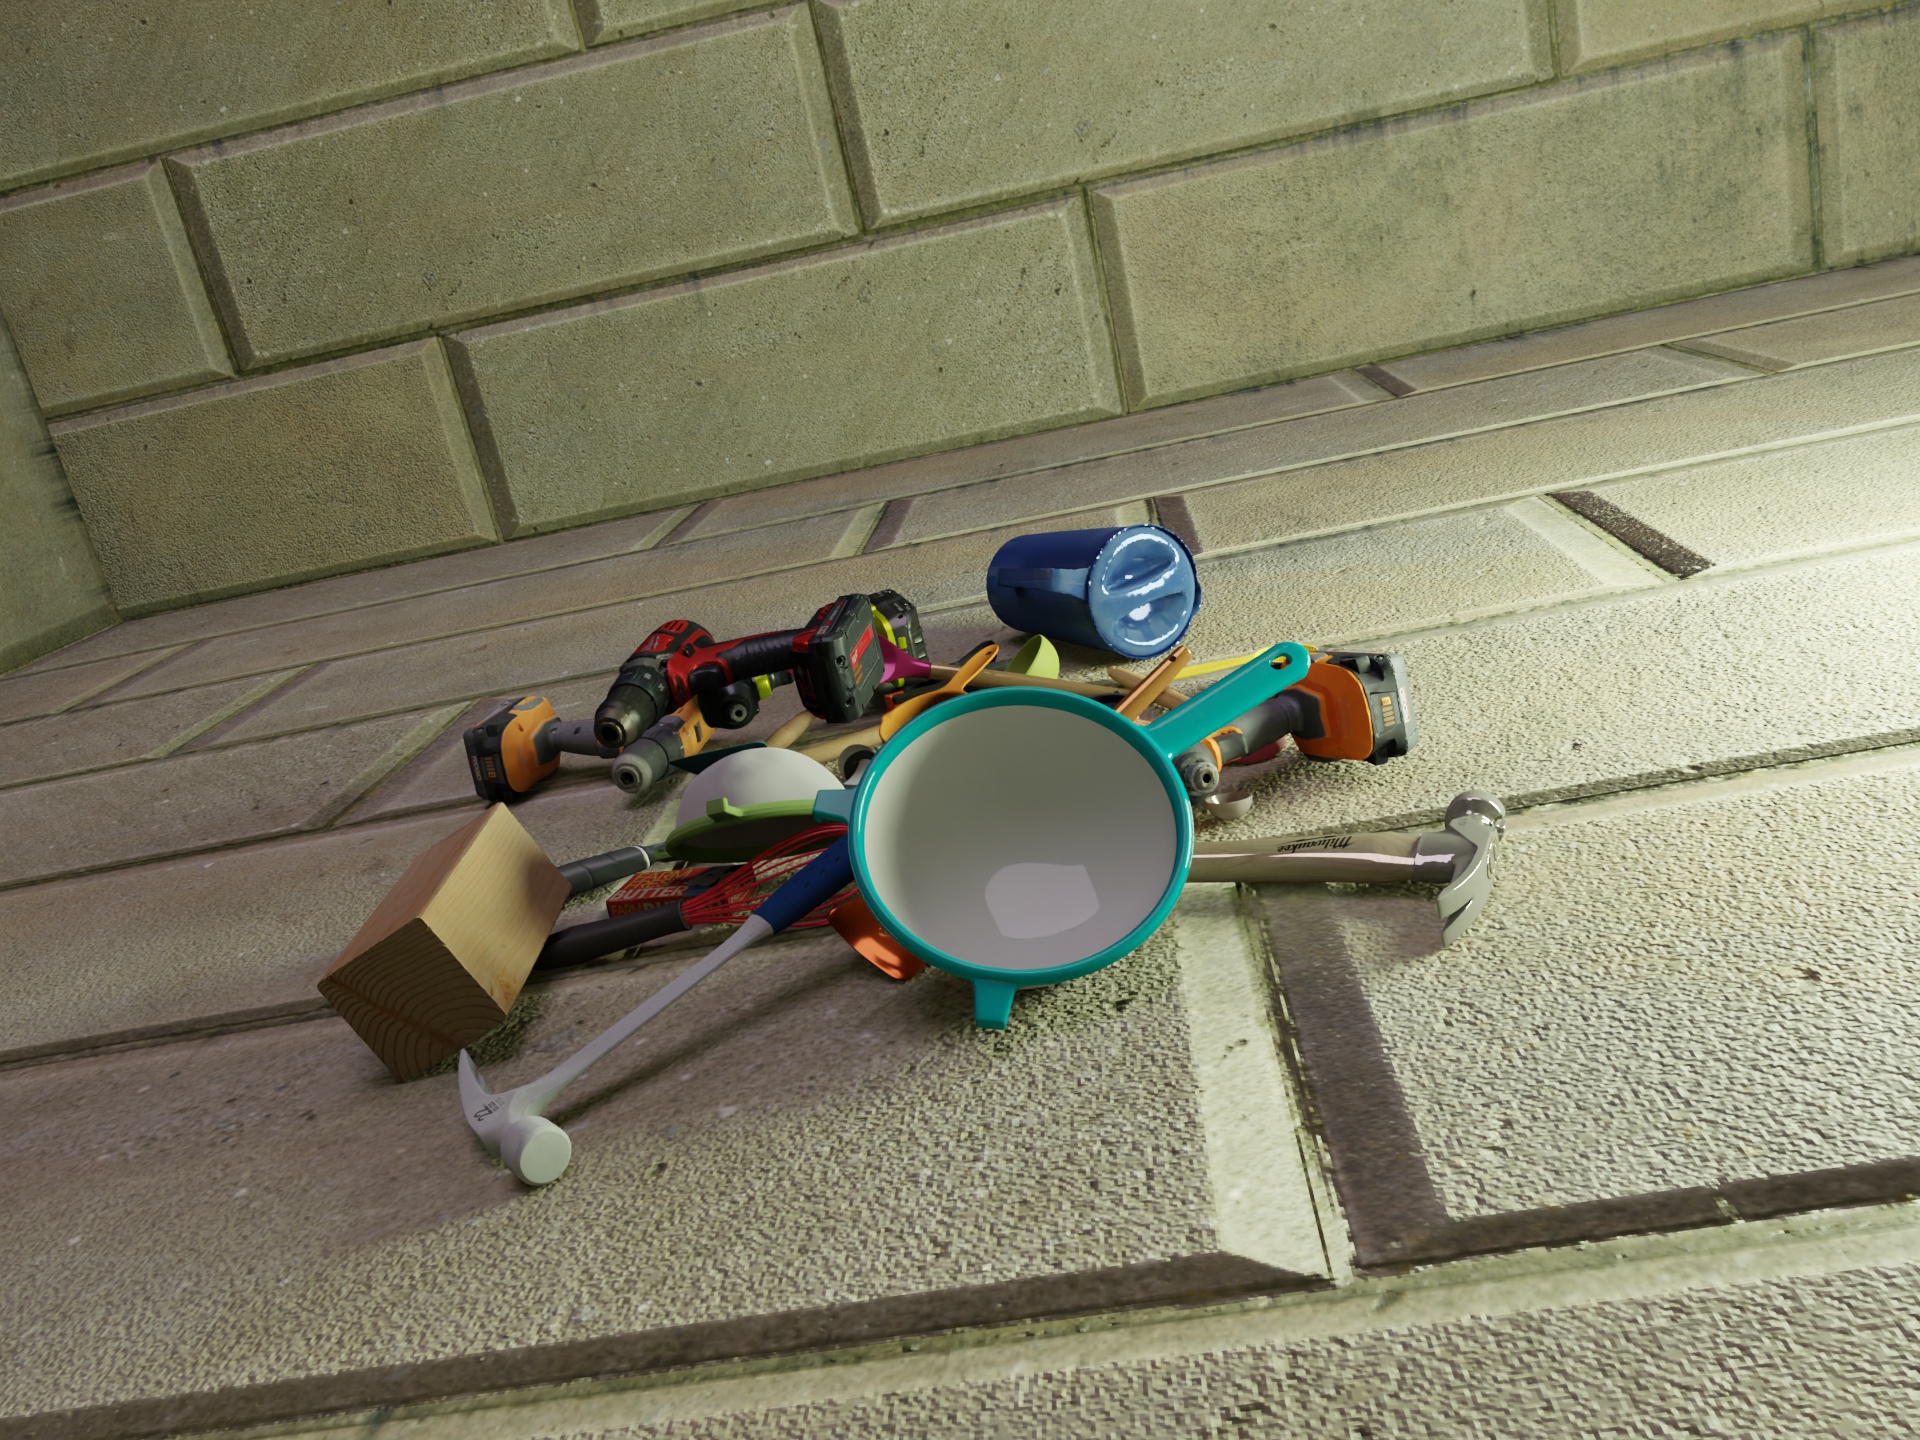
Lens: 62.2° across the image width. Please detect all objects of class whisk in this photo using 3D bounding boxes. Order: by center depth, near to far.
[{"bbox_3d":[-0.179,0.134,1.143,0.296,0.073,0.073,-17,16,10],"label":"whisk"}]

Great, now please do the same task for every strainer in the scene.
[{"bbox_3d":[0.089,0.057,1.024,0.340,0.095,0.211,-31,59,-20],"label":"strainer"},{"bbox_3d":[-0.100,0.055,1.204,0.256,0.069,0.151,-3,-17,-27],"label":"strainer"}]

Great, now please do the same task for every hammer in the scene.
[{"bbox_3d":[-0.139,0.135,1.017,0.405,0.035,0.144,-37,26,-28],"label":"hammer"},{"bbox_3d":[0.141,0.098,1.058,0.411,0.038,0.146,-3,21,29],"label":"hammer"},{"bbox_3d":[-0.243,0.109,1.297,0.409,0.036,0.149,-17,19,-13],"label":"hammer"}]

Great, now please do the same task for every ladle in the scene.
[{"bbox_3d":[0.192,-0.015,1.394,0.069,0.031,0.316,-17,16,-13],"label":"ladle"},{"bbox_3d":[-0.057,-0.006,1.490,0.320,0.062,0.078,-18,10,-8],"label":"ladle"}]

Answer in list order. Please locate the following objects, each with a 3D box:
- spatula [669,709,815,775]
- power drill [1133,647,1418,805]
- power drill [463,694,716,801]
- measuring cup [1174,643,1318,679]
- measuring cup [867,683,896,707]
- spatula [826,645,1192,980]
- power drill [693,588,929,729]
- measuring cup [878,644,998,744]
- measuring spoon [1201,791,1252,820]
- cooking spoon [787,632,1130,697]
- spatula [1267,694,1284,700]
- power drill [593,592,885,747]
[{"bbox_3d":[-0.173,0.015,1.433,0.082,0.044,0.317,-13,9,10],"label":"spatula"},{"bbox_3d":[0.214,0.011,1.160,0.226,0.084,0.164,-16,9,-16],"label":"power drill"},{"bbox_3d":[-0.369,0.029,1.565,0.226,0.084,0.185,-4,19,11],"label":"power drill"},{"bbox_3d":[0.242,-0.039,1.413,0.156,0.029,0.062,-11,17,0],"label":"measuring cup"},{"bbox_3d":[-0.098,-0.050,1.676,0.083,0.038,0.168,-26,24,-37],"label":"measuring cup"},{"bbox_3d":[0.049,0.054,1.095,0.322,0.041,0.081,-44,55,-15],"label":"spatula"},{"bbox_3d":[-0.150,-0.052,1.539,0.223,0.080,0.171,-18,20,-13],"label":"power drill"},{"bbox_3d":[-0.002,-0.004,1.405,0.095,0.052,0.174,1,32,33],"label":"measuring cup"},{"bbox_3d":[0.167,0.064,1.188,0.034,0.018,0.124,-17,9,-39],"label":"measuring spoon"},{"bbox_3d":[-0.002,-0.041,1.458,0.319,0.069,0.017,8,-21,2],"label":"cooking spoon"},{"bbox_3d":[0.154,0.017,1.246,0.316,0.018,0.059,-22,-22,-8],"label":"spatula"},{"bbox_3d":[-0.195,-0.037,1.373,0.227,0.080,0.188,-5,25,15],"label":"power drill"}]
